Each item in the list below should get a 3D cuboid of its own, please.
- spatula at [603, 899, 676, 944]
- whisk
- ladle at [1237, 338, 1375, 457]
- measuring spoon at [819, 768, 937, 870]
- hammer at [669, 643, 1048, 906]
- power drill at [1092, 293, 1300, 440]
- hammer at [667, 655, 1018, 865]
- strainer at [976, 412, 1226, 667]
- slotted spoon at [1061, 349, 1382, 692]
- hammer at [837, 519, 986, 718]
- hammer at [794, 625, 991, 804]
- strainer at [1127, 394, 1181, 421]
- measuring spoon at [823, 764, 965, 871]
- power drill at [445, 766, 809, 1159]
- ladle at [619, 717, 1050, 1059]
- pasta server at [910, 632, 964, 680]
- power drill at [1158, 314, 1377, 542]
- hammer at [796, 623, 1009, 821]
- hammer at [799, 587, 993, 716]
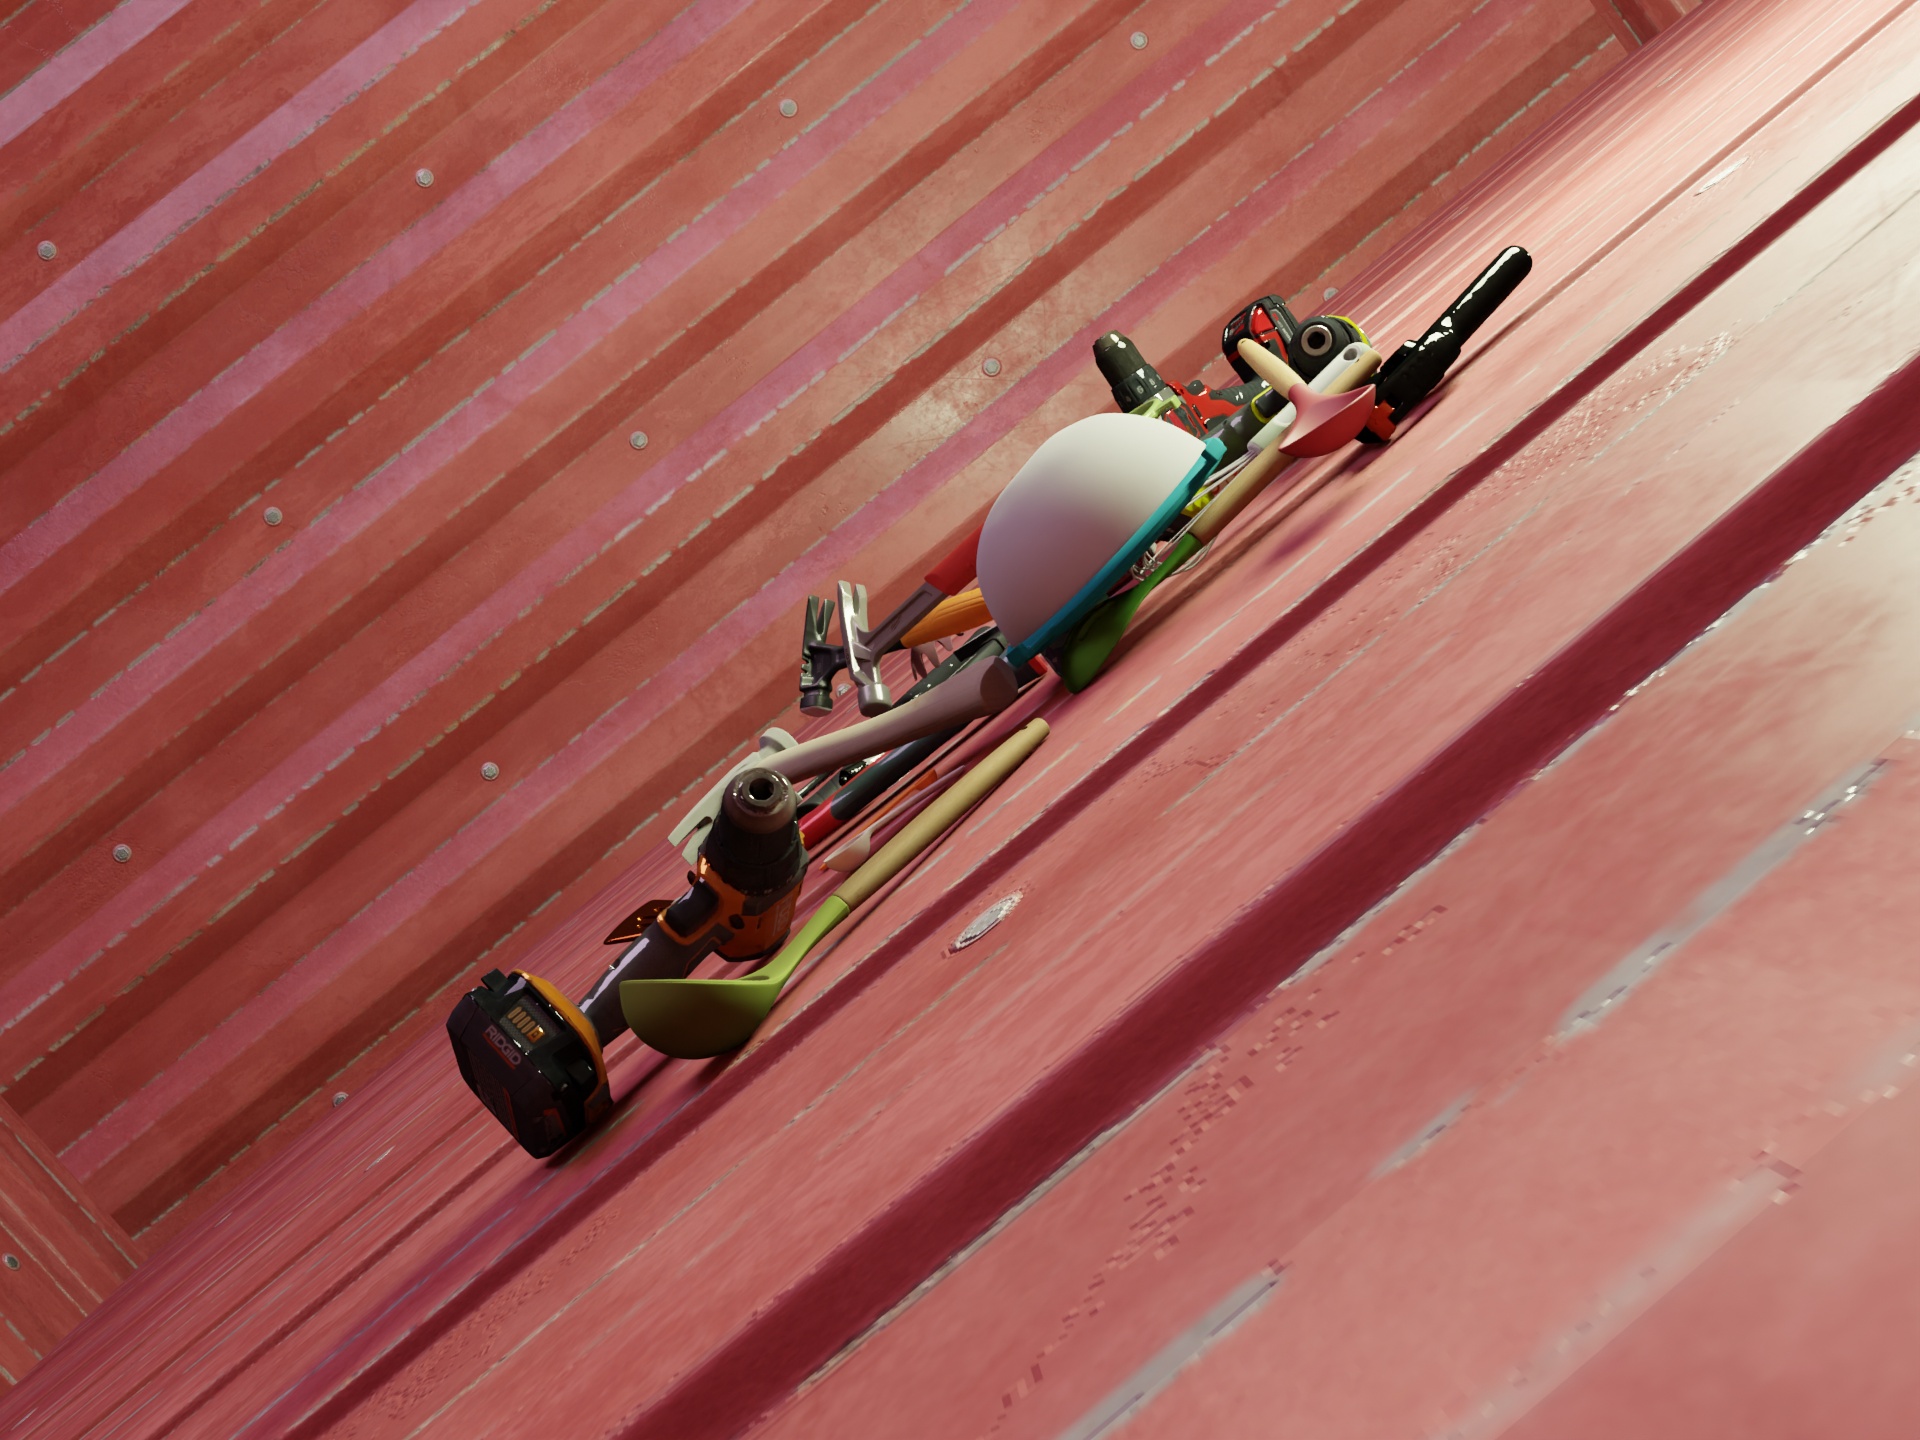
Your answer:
[{"bbox_3d":[-0.191,0.127,1.399,0.322,0.041,0.081,-34,7,32],"label":"spatula"},{"bbox_3d":[0.216,-0.192,1.182,0.246,0.059,0.058,-44,46,-2],"label":"whisk"},{"bbox_3d":[0.224,-0.229,1.090,0.069,0.031,0.316,-33,20,12],"label":"ladle"},{"bbox_3d":[-0.059,0.075,1.150,0.117,0.011,0.021,-41,4,16],"label":"measuring spoon"},{"bbox_3d":[-0.092,0.068,1.251,0.386,0.038,0.143,-38,7,7],"label":"hammer"},{"bbox_3d":[0.256,-0.361,1.667,0.227,0.188,0.080,-37,5,-25],"label":"power drill"},{"bbox_3d":[-0.094,0.027,1.227,0.146,0.038,0.410,-49,16,-32],"label":"hammer"},{"bbox_3d":[0.079,-0.156,1.168,0.211,0.095,0.340,-46,7,8],"label":"strainer"},{"bbox_3d":[0.174,-0.139,1.069,0.314,0.031,0.070,-45,11,-6],"label":"slotted spoon"},{"bbox_3d":[0.001,-0.146,1.419,0.036,0.149,0.359,10,-33,-35],"label":"hammer"},{"bbox_3d":[-0.085,0.011,1.583,0.409,0.036,0.149,-41,-5,-41],"label":"hammer"},{"bbox_3d":[0.112,-0.204,1.523,0.256,0.069,0.151,-43,11,-12],"label":"strainer"},{"bbox_3d":[-0.040,0.068,1.076,0.124,0.018,0.034,-34,3,-27],"label":"measuring spoon"},{"bbox_3d":[-0.176,0.129,0.903,0.226,0.084,0.185,-40,-16,-28],"label":"power drill"},{"bbox_3d":[-0.056,0.077,0.884,0.320,0.062,0.078,-40,15,-35],"label":"ladle"},{"bbox_3d":[0.073,-0.135,1.526,0.316,0.040,0.060,-32,9,20],"label":"pasta server"},{"bbox_3d":[0.235,-0.246,1.302,0.228,0.080,0.190,-37,-8,18],"label":"power drill"},{"bbox_3d":[-0.042,0.001,1.479,0.335,0.035,0.146,-43,8,-34],"label":"hammer"},{"bbox_3d":[-0.043,-0.094,1.532,0.034,0.127,0.337,16,-21,-40],"label":"hammer"}]
